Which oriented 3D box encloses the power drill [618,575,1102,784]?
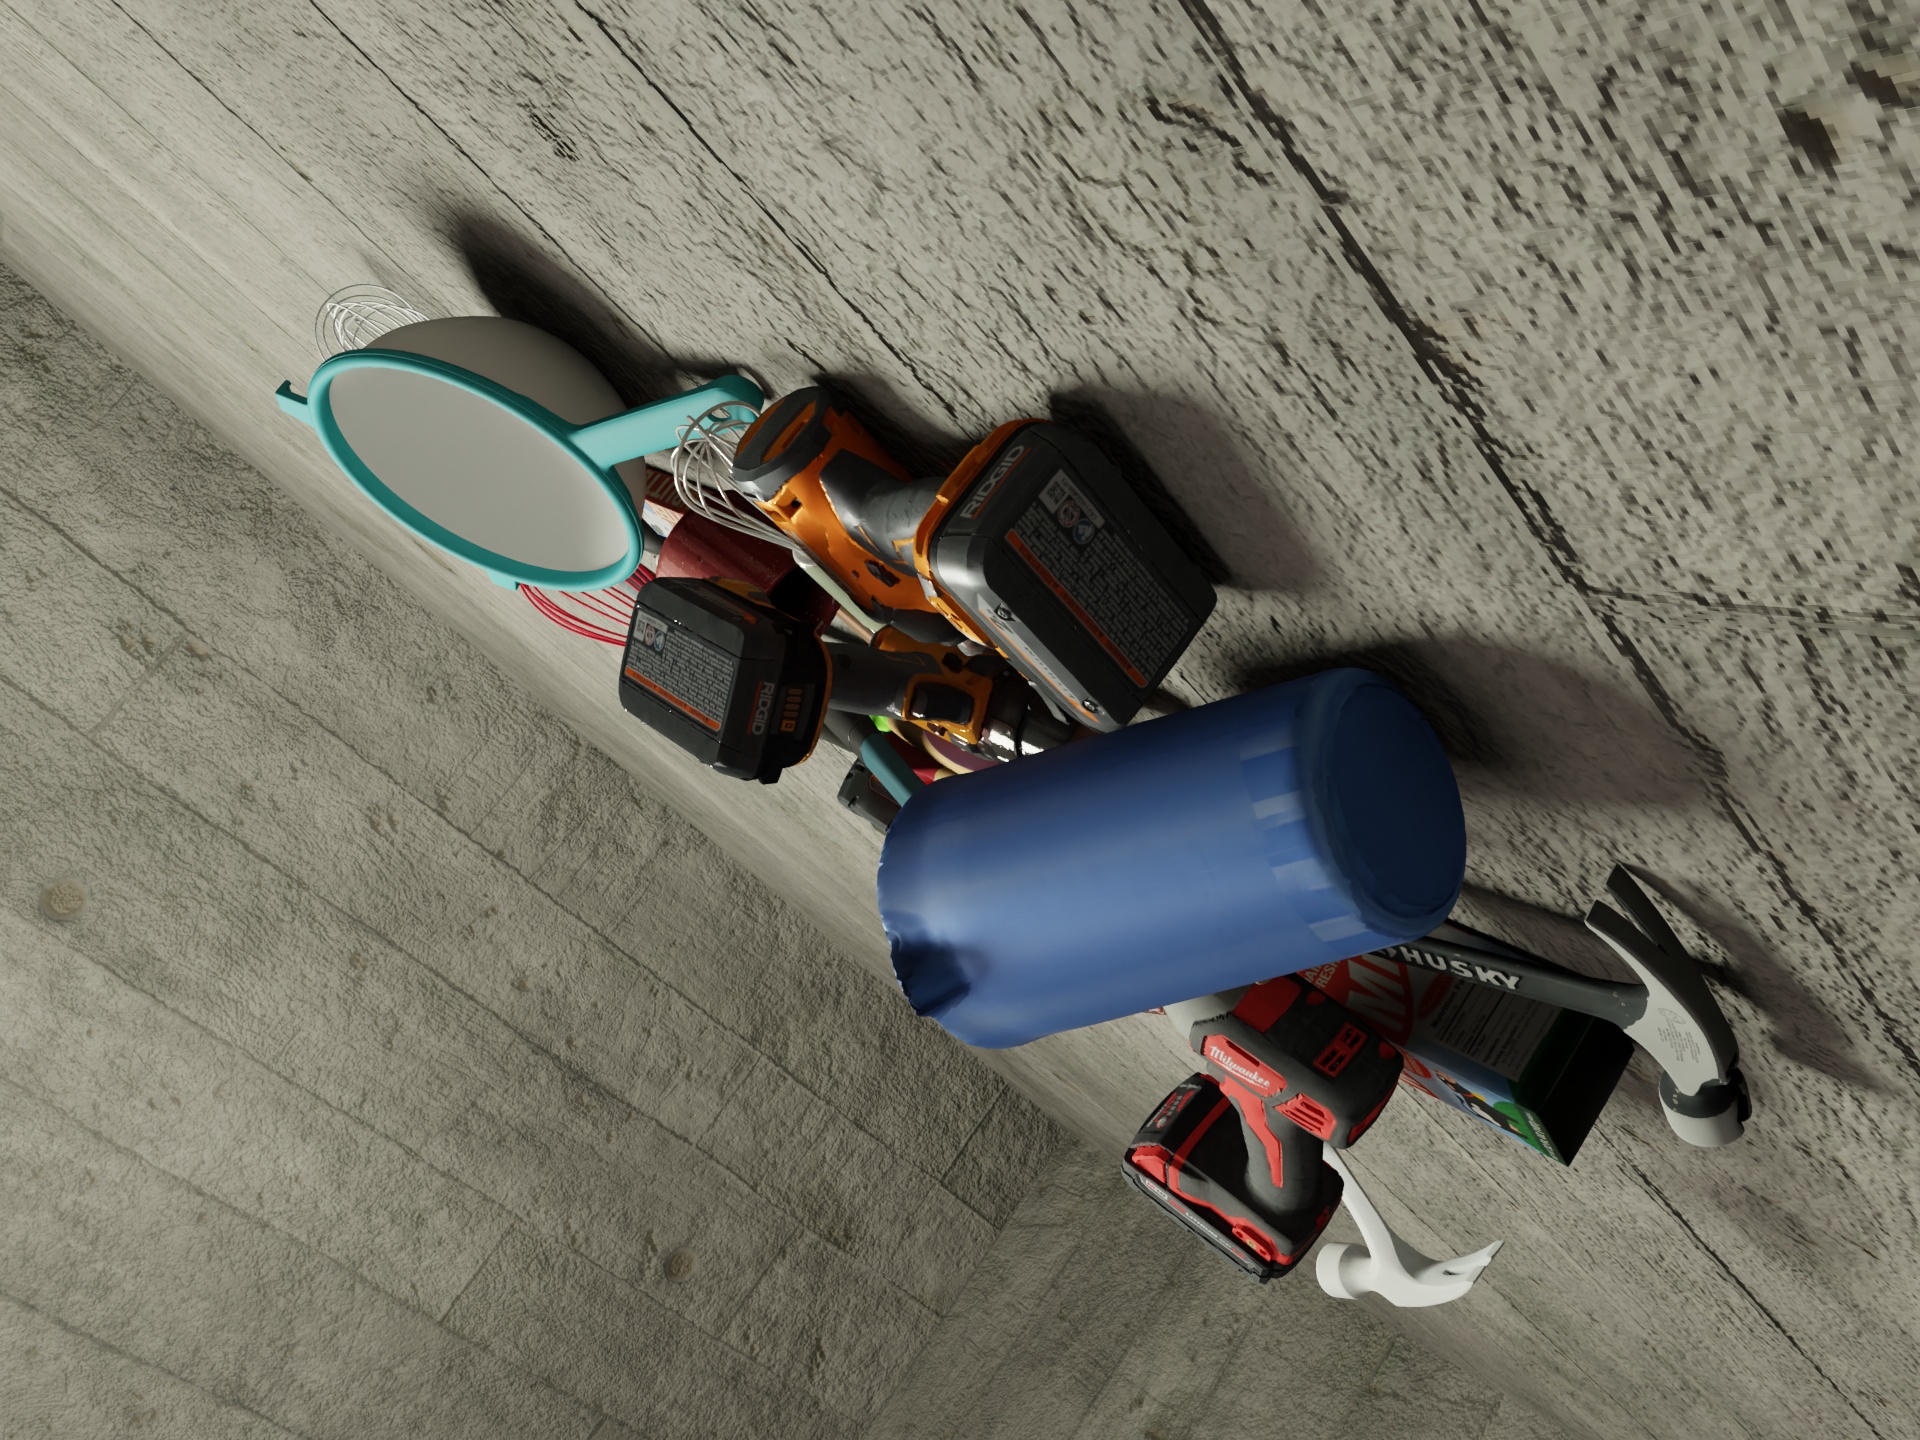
[{"bbox_3d":[-0.038,-0.011,0.830,0.226,0.084,0.185,4,-164,-42],"label":"power drill"}]

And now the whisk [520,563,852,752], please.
[{"bbox_3d":[-0.195,-0.054,1.162,0.295,0.073,0.073,31,169,-17],"label":"whisk"}]

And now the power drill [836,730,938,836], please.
[{"bbox_3d":[-0.024,0.081,1.290,0.188,0.080,0.226,31,168,24],"label":"power drill"}]

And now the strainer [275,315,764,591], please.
[{"bbox_3d":[-0.224,-0.180,0.920,0.340,0.095,0.210,-5,143,39],"label":"strainer"}]

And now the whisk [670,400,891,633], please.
[{"bbox_3d":[-0.084,-0.099,0.867,0.058,0.059,0.246,35,176,29],"label":"whisk"}]

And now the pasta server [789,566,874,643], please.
[{"bbox_3d":[-0.002,-0.003,1.025,0.316,0.040,0.060,40,177,-9],"label":"pasta server"}]

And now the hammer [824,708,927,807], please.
[{"bbox_3d":[-0.063,0.011,1.050,0.331,0.033,0.128,46,155,45],"label":"hammer"}]

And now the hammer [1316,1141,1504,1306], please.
[{"bbox_3d":[0.170,0.179,0.944,0.405,0.035,0.144,57,148,-4],"label":"hammer"}]

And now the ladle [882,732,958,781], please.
[{"bbox_3d":[-0.002,0.040,1.041,0.069,0.031,0.315,-1,-174,-16],"label":"ladle"}]

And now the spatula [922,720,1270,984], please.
[{"bbox_3d":[0.064,0.051,0.860,0.316,0.060,0.018,41,155,49],"label":"spatula"}]

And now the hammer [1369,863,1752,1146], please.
[{"bbox_3d":[0.173,0.099,0.799,0.409,0.036,0.149,11,142,46],"label":"hammer"}]

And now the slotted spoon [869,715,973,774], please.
[{"bbox_3d":[-0.031,0.006,1.061,0.070,0.031,0.314,42,174,-24],"label":"slotted spoon"}]

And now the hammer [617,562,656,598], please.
[{"bbox_3d":[-0.270,-0.127,1.238,0.386,0.038,0.143,36,-169,-21],"label":"hammer"}]

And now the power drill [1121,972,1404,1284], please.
[{"bbox_3d":[0.151,0.203,0.860,0.143,0.078,0.219,33,148,26],"label":"power drill"}]

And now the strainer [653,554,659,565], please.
[{"bbox_3d":[-0.173,-0.096,1.123,0.086,0.050,0.259,11,-173,-30],"label":"strainer"}]

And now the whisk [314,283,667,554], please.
[{"bbox_3d":[-0.319,-0.201,1.113,0.284,0.070,0.070,36,167,-18],"label":"whisk"}]

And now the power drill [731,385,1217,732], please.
[{"bbox_3d":[0.006,-0.069,0.708,0.164,0.084,0.227,44,169,-33],"label":"power drill"}]
